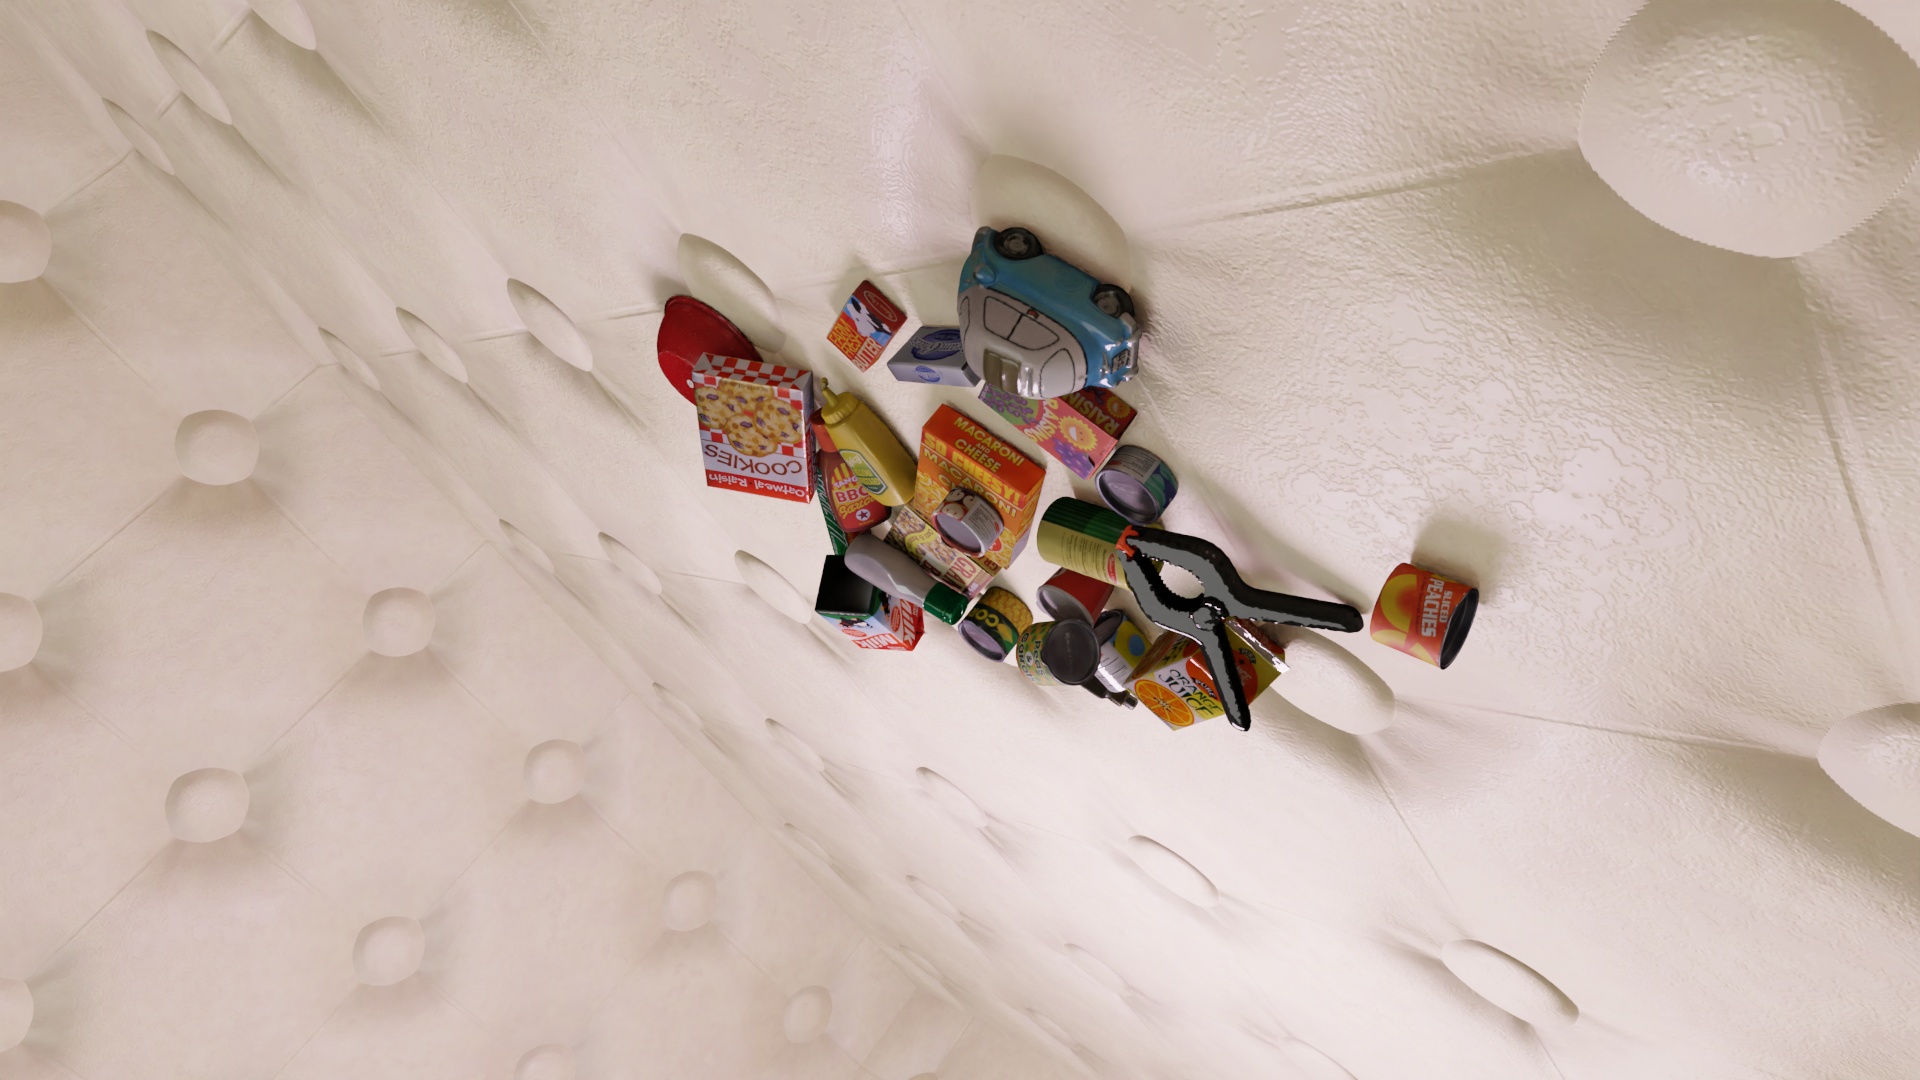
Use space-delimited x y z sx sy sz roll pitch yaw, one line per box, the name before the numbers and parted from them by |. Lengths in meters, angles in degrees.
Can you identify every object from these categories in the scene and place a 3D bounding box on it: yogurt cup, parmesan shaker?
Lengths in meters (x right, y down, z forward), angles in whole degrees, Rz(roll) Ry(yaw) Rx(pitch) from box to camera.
yogurt cup | 0.118 0.052 1.396 0.072 0.054 0.072 32 155 17
parmesan shaker | 0.130 0.000 1.279 0.103 0.071 0.071 20 149 39

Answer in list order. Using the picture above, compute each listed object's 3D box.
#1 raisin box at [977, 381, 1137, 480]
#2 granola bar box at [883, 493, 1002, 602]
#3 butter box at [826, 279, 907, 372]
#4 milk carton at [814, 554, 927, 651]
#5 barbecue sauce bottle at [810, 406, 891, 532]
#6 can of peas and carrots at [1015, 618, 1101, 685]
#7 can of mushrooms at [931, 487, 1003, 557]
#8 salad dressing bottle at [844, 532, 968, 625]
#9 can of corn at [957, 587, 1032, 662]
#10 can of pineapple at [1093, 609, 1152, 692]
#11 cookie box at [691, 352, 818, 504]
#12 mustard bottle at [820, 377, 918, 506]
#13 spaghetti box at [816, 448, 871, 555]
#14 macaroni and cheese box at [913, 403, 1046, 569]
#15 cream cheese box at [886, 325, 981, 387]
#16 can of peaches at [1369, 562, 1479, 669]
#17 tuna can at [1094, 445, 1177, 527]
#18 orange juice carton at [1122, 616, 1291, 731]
raisin box | 0.081 -0.115 1.182 0.123 0.040 0.085 38 155 4
granola bar box | -0.022 0.014 1.553 0.124 0.039 0.165 39 156 1
butter box | -0.089 -0.199 1.301 0.053 0.024 0.103 42 156 -4
milk carton | -0.103 0.084 1.694 0.072 0.073 0.190 2 159 20
barbecue sauce bottle | -0.124 -0.079 1.520 0.044 0.065 0.147 -104 -4 -52
can of peas and carrots | 0.094 0.112 1.378 0.071 0.071 0.058 47 155 -16
can of mushrooms | 0.005 -0.017 1.365 0.071 0.033 0.070 32 155 17
salad dressing bottle | -0.060 0.044 1.557 0.148 0.044 0.064 31 152 20
can of corn | 0.039 0.093 1.577 0.071 0.058 0.070 32 155 17
can of pineapple | 0.160 0.112 1.430 0.058 0.071 0.071 47 155 -16
cookie box | -0.221 -0.120 1.519 0.123 0.040 0.166 10 136 8
mustard bottle | -0.104 -0.106 1.452 0.065 0.049 0.159 3 137 51
spaghetti box | -0.136 -0.022 1.668 0.050 0.029 0.248 29 154 22
macaroni and cheese box | 0.016 -0.052 1.383 0.124 0.040 0.165 34 156 11
cream cheese box | -0.013 -0.162 1.219 0.104 0.053 0.024 12 145 47
can of peaches | 0.350 0.055 1.051 0.058 0.071 0.071 24 151 33
tuna can | 0.153 -0.046 1.203 0.071 0.033 0.070 32 155 18
orange juice carton | 0.237 0.118 1.315 0.072 0.073 0.192 42 155 -3
